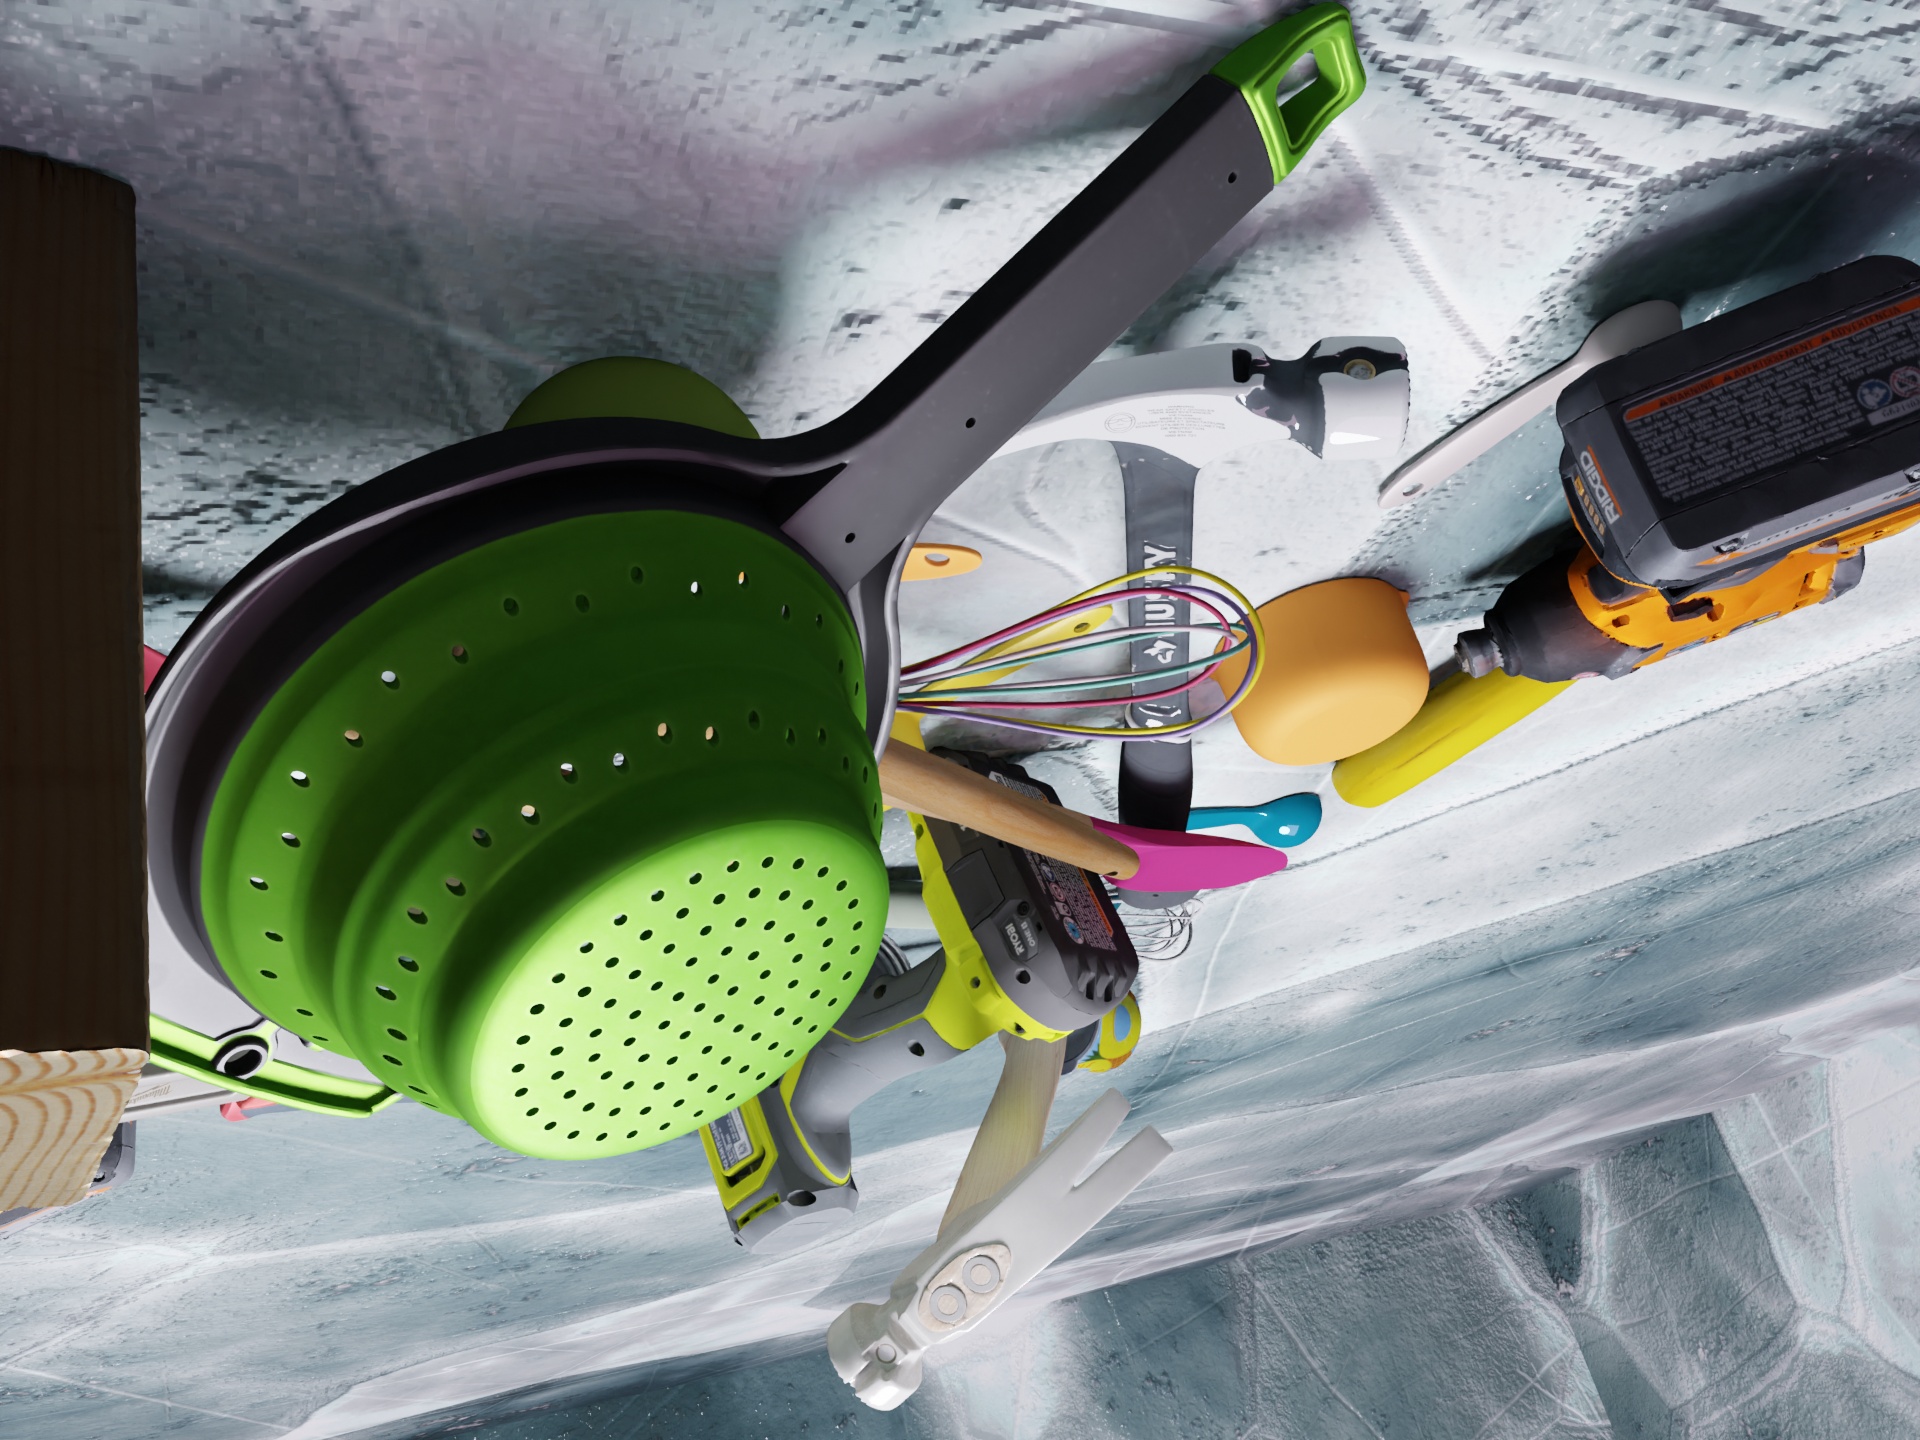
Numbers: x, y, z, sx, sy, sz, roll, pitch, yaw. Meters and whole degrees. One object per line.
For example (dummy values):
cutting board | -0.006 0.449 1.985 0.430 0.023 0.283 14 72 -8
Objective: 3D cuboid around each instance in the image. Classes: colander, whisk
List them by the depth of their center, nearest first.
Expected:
colander | -0.026 -0.019 0.388 0.397 0.095 0.204 -43 144 0
whisk | -0.011 -0.016 0.556 0.245 0.051 0.047 -6 121 28
whisk | 0.030 0.103 0.865 0.246 0.058 0.059 6 154 -29

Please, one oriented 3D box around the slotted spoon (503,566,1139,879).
slotted spoon | -0.028 0.012 0.522 0.070 0.031 0.313 -19 152 34

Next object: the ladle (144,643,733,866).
ladle | -0.183 0.008 0.509 0.315 0.031 0.069 20 150 -29

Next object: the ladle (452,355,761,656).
ladle | -0.162 -0.012 0.525 0.078 0.062 0.320 21 140 -30

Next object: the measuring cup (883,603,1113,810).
measuring cup | -0.001 -0.002 0.660 0.156 0.029 0.062 -28 151 21

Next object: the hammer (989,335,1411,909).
hammer | 0.074 -0.007 0.635 0.149 0.036 0.408 -1 153 6

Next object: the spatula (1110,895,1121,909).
spatula | -0.055 0.147 0.929 0.317 0.044 0.082 -3 153 -14

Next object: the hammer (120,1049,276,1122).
hammer | -0.280 0.161 0.728 0.359 0.037 0.149 0 125 -48

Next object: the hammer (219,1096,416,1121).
hammer | -0.224 0.202 0.921 0.386 0.038 0.143 12 141 -44

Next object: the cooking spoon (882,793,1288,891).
cooking spoon | 0.032 0.040 0.636 0.069 0.017 0.318 -25 152 37

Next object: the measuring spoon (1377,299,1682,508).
measuring spoon | 0.207 -0.108 0.583 0.124 0.018 0.034 -35 148 32

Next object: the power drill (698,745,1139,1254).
power drill | -0.044 0.117 0.734 0.223 0.171 0.080 -38 149 21

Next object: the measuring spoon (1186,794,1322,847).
measuring spoon | 0.146 0.062 0.873 0.128 0.021 0.042 -3 151 -27

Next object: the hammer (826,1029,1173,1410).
hammer | 0.036 0.178 0.766 0.146 0.038 0.410 -44 178 8

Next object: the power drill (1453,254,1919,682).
power drill | 0.272 -0.071 0.603 0.164 0.084 0.226 -21 164 10

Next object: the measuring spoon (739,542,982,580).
measuring spoon | -0.051 -0.054 0.518 0.117 0.011 0.021 0 154 7

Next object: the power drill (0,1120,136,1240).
power drill | -0.448 0.145 0.646 0.185 0.084 0.226 -26 148 15

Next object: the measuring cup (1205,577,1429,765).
measuring cup | 0.173 -0.001 0.733 0.095 0.052 0.173 -21 151 10
